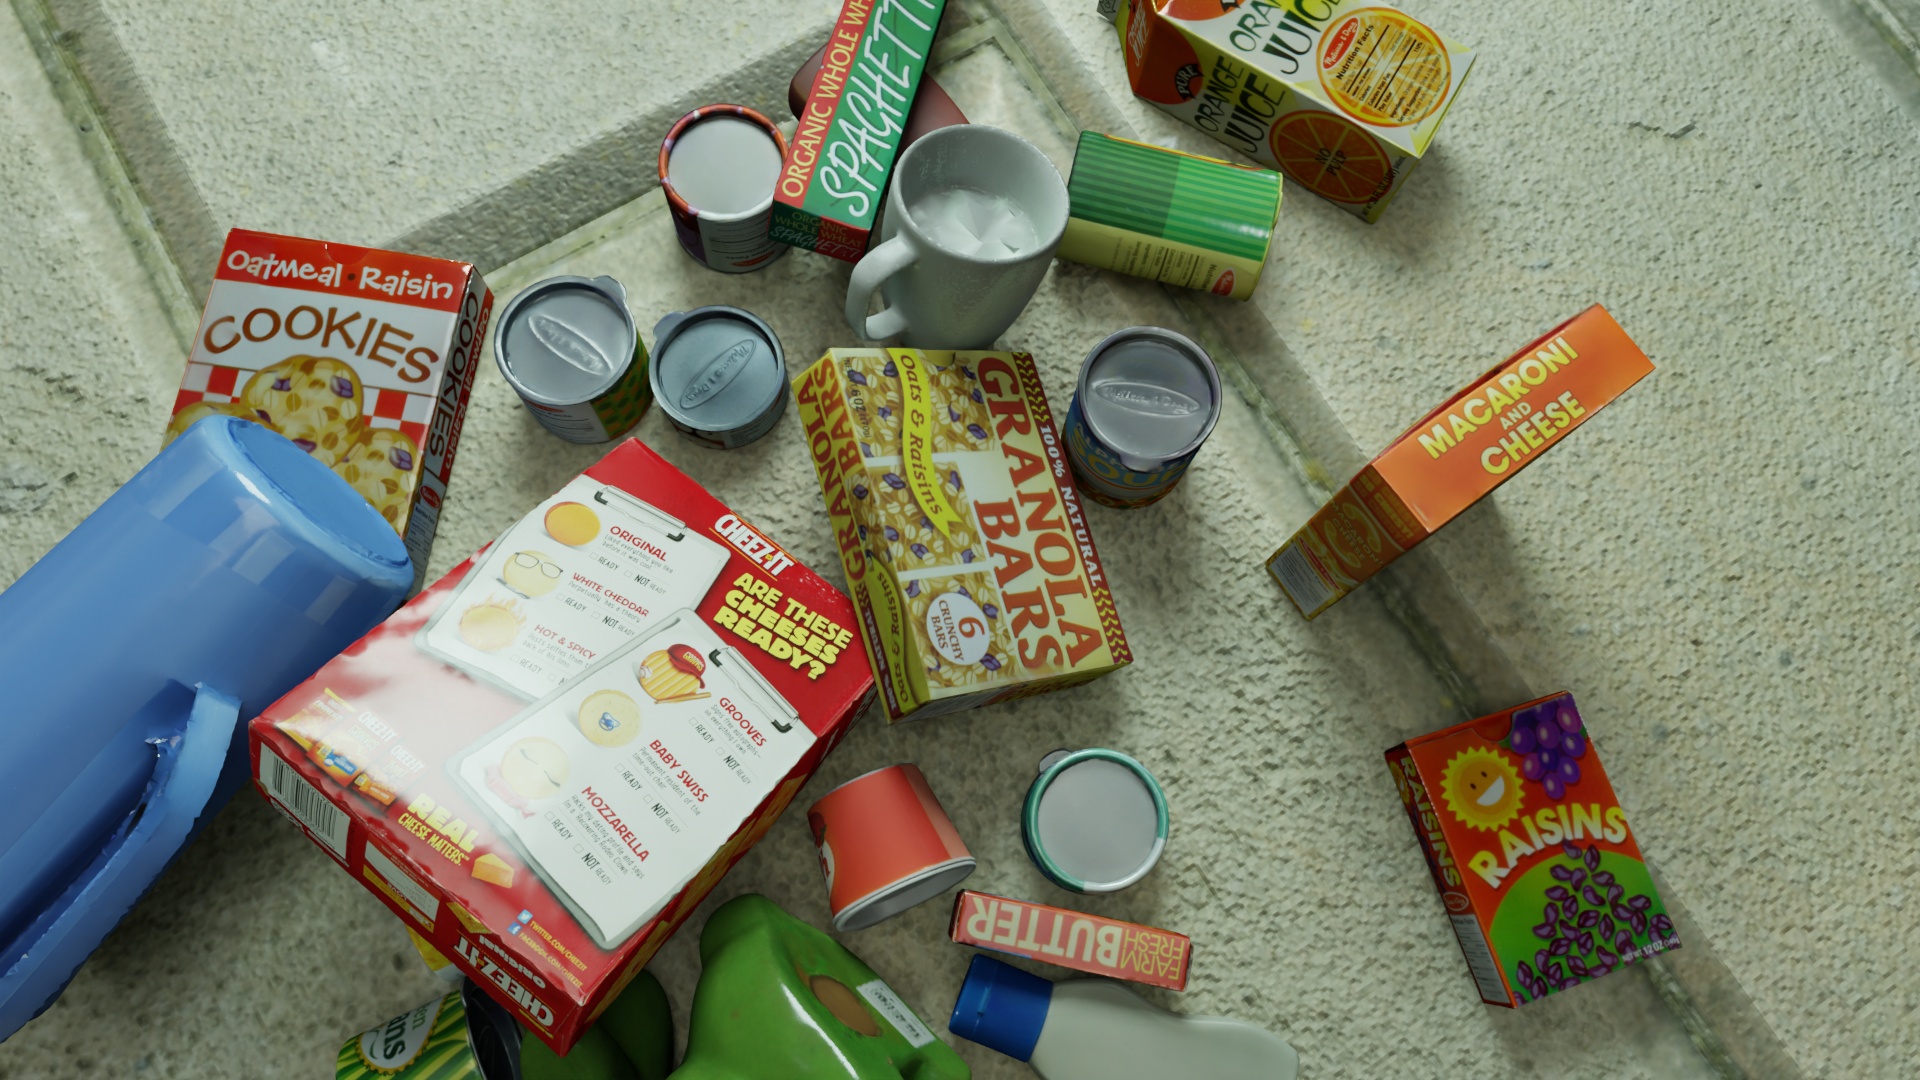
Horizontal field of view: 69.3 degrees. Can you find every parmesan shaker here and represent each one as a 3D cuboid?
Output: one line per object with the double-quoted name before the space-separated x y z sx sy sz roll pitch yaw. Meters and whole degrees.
"parmesan shaker" 0.104 -0.166 0.704 0.103 0.071 0.071 14 75 1

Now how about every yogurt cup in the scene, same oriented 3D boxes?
"yogurt cup" -0.034 0.135 0.621 0.072 0.072 0.054 -23 69 -8

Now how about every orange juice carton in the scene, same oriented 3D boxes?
"orange juice carton" 0.160 -0.255 0.730 0.193 0.071 0.073 31 76 6

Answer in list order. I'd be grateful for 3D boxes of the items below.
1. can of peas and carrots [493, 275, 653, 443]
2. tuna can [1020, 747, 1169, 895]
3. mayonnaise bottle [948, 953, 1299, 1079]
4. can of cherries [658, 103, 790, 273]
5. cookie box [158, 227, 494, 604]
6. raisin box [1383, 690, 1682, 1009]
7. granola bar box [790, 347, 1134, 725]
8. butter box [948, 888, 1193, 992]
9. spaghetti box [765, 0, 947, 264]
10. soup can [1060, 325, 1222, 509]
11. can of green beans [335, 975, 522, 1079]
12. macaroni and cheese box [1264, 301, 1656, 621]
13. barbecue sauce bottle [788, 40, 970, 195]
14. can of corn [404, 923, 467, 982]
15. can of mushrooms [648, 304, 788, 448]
"can of peas and carrots" -0.185 -0.089 0.677 0.071 0.058 0.071 1 75 -3
"tuna can" 0.061 0.128 0.642 0.071 0.032 0.071 1 75 -3
"mayonnaise bottle" 0.070 0.226 0.612 0.148 0.041 0.065 20 74 4
"can of cherries" -0.118 -0.180 0.705 0.071 0.058 0.071 1 75 -2
"cookie box" -0.310 -0.062 0.674 0.123 0.040 0.168 8 75 0
"raisin box" 0.262 0.141 0.643 0.086 0.040 0.123 -17 75 -6
"granola bar box" 0.002 -0.008 0.642 0.124 0.039 0.166 -5 72 -40
"butter box" 0.048 0.176 0.617 0.103 0.053 0.024 12 77 1
"spaghetti box" -0.039 -0.249 0.697 0.050 0.028 0.251 17 64 -5
"soup can" 0.083 -0.054 0.666 0.071 0.083 0.071 1 75 -2
"can of green beans" -0.220 0.229 0.585 0.058 0.071 0.071 -23 77 -8
"macaroni and cheese box" 0.213 -0.029 0.622 0.124 0.166 0.040 -34 78 -11
"barbecue sauce bottle" -0.018 -0.201 0.723 0.148 0.043 0.065 44 74 8
"can of corn" -0.207 0.148 0.608 0.058 0.071 0.071 -24 77 -8
"can of mushrooms" -0.121 -0.082 0.691 0.071 0.033 0.071 1 75 -2
